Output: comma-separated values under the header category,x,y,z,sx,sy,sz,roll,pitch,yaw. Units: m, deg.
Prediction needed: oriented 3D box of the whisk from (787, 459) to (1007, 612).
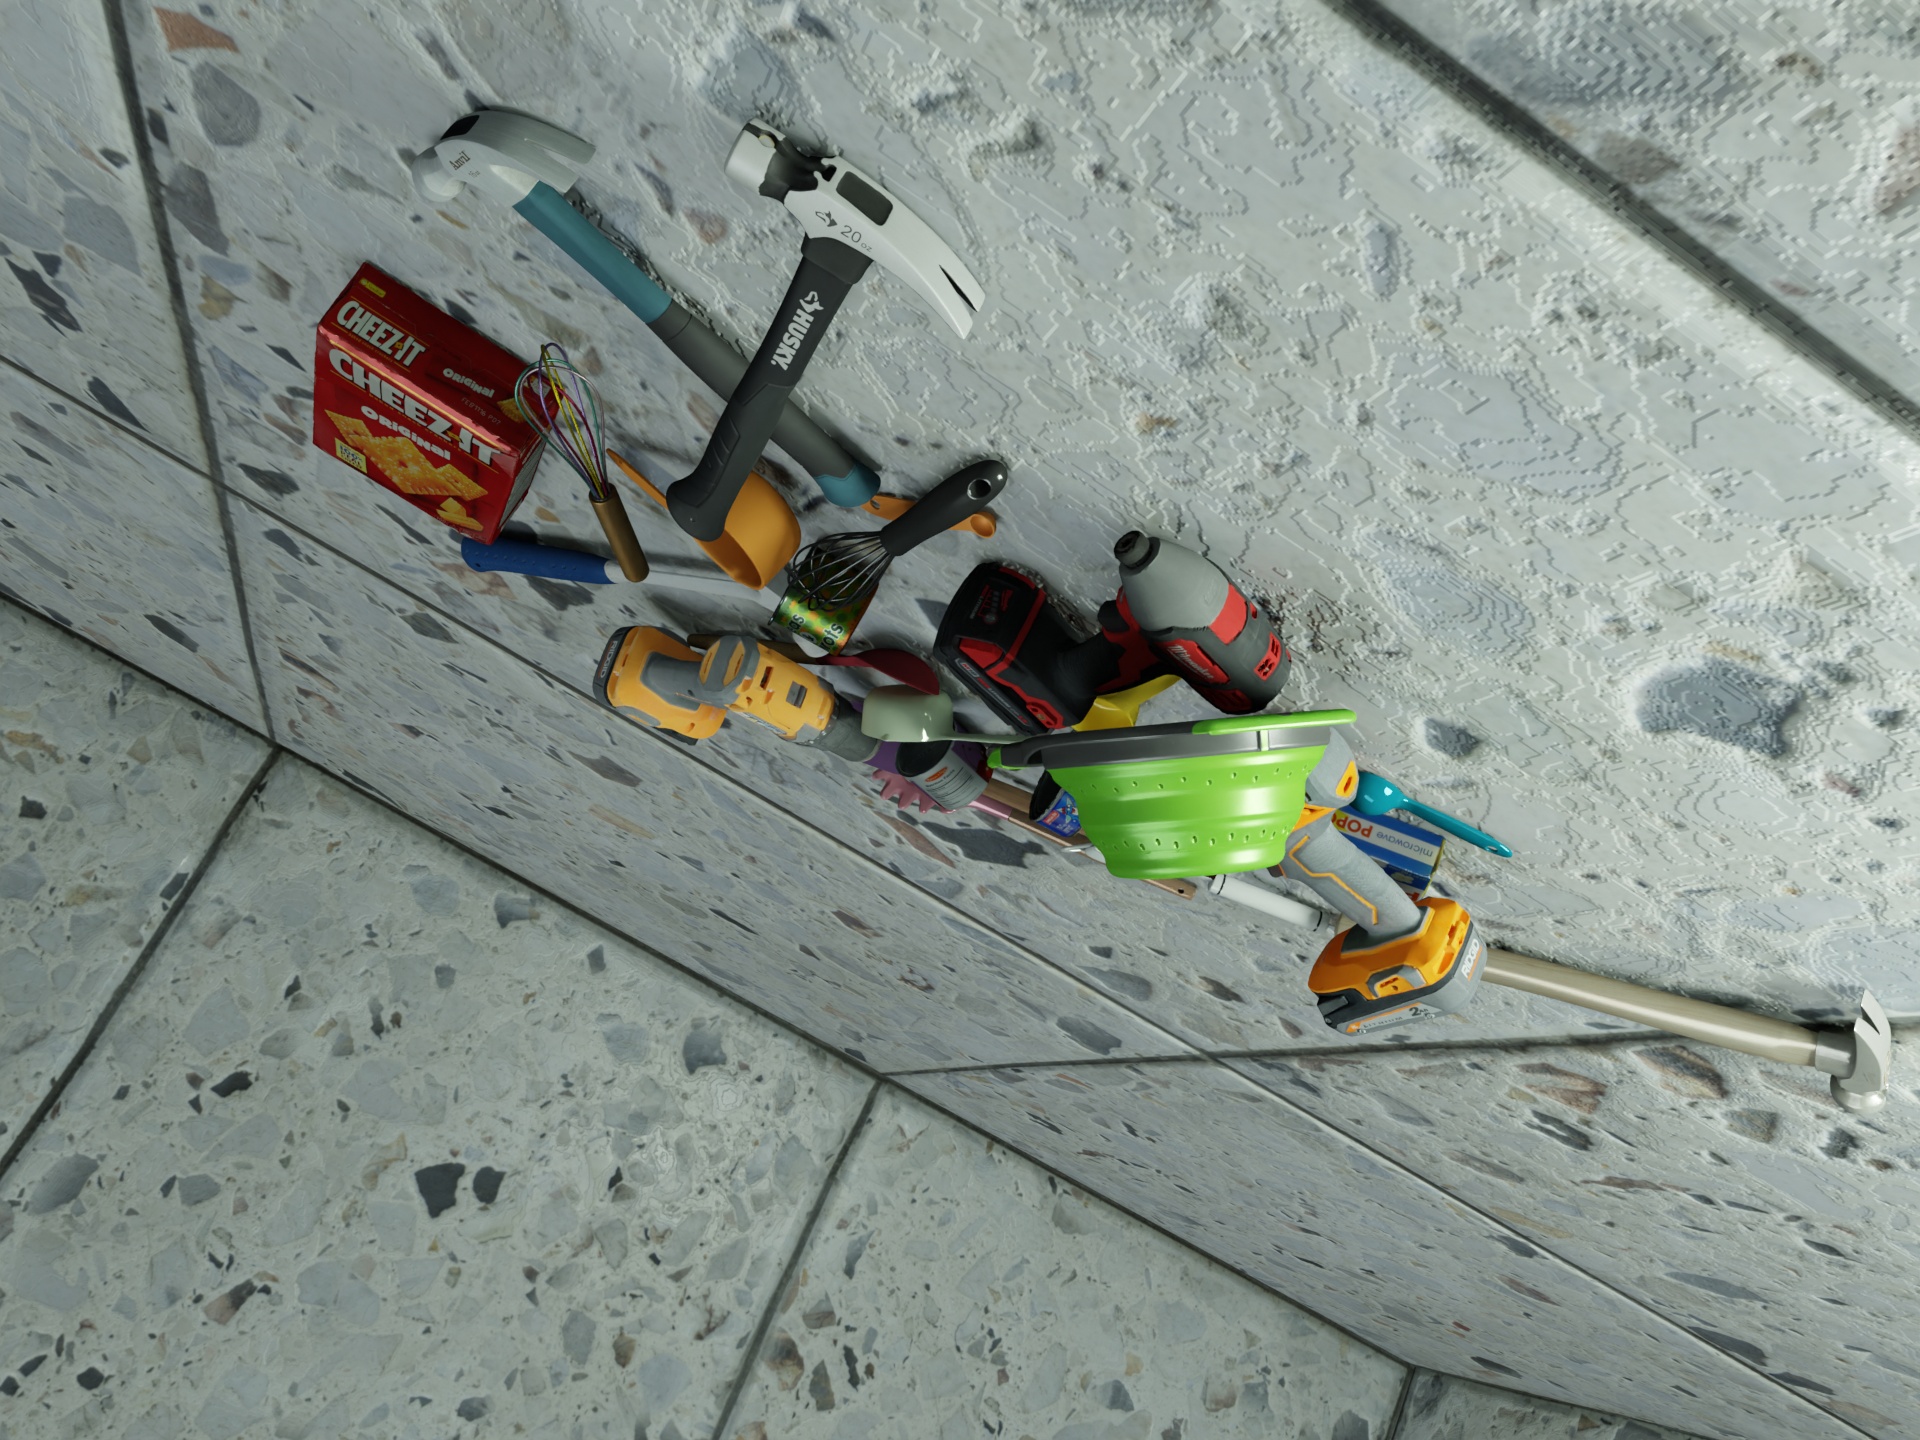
category,x,y,z,sx,sy,sz,roll,pitch,yaw
whisk,-0.045,-0.123,1.058,0.055,0.055,0.239,36,146,-22

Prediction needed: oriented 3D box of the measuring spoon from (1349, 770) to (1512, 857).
category,x,y,z,sx,sy,sz,roll,pitch,yaw
measuring spoon,0.328,0.074,1.125,0.128,0.021,0.042,26,159,6

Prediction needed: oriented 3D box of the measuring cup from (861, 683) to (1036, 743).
category,x,y,z,sx,sy,sz,roll,pitch,yaw
measuring cup,-0.002,-0.004,1.295,0.167,0.038,0.083,5,-169,23

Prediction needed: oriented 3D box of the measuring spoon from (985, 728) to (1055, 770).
category,x,y,z,sx,sy,sz,roll,pitch,yaw
measuring spoon,0.056,0.012,1.321,0.034,0.018,0.124,30,152,-8

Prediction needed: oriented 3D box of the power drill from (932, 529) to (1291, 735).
category,x,y,z,sx,sy,sz,roll,pitch,yaw
power drill,0.091,-0.058,1.030,0.220,0.079,0.143,-6,140,50

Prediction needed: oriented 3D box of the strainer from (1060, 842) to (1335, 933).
category,x,y,z,sx,sy,sz,roll,pitch,yaw
strainer,0.215,0.136,1.381,0.258,0.050,0.087,21,165,-1

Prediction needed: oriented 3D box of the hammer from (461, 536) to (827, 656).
category,x,y,z,sx,sy,sz,roll,pitch,yaw
hammer,-0.292,-0.131,1.361,0.406,0.035,0.143,11,154,36

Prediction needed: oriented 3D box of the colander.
category,x,y,z,sx,sy,sz,roll,pitch,yaw
colander,0.112,0.053,1.068,0.204,0.094,0.397,-4,178,-22

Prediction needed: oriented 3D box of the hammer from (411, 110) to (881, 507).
category,x,y,z,sx,sy,sz,roll,pitch,yaw
hammer,-0.175,-0.242,0.975,0.330,0.033,0.128,40,156,-30

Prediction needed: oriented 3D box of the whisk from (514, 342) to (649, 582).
category,x,y,z,sx,sy,sz,roll,pitch,yaw
whisk,-0.269,-0.178,1.164,0.047,0.051,0.244,37,158,26

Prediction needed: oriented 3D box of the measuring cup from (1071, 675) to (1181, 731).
category,x,y,z,sx,sy,sz,roll,pitch,yaw
measuring cup,0.128,-0.029,1.135,0.062,0.029,0.156,32,146,-14

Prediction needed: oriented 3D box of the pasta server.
category,x,y,z,sx,sy,sz,roll,pitch,yaw
pasta server,0.070,0.099,1.466,0.316,0.060,0.040,24,-161,2

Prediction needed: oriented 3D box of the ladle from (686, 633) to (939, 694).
category,x,y,z,sx,sy,sz,roll,pitch,yaw
ladle,-0.136,-0.055,1.363,0.315,0.031,0.069,9,172,43

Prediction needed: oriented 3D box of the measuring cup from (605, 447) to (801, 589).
category,x,y,z,sx,sy,sz,roll,pitch,yaw
measuring cup,-0.185,-0.166,1.150,0.174,0.052,0.095,38,163,24

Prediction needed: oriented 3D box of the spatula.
category,x,y,z,sx,sy,sz,roll,pitch,yaw
spatula,0.022,0.056,1.429,0.316,0.018,0.059,23,115,2

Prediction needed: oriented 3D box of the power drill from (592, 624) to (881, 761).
category,x,y,z,sx,sy,sz,roll,pitch,yaw
power drill,-0.192,-0.018,1.395,0.226,0.084,0.185,5,162,44

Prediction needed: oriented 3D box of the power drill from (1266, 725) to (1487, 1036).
category,x,y,z,sx,sy,sz,roll,pitch,yaw
power drill,0.250,0.116,1.135,0.164,0.084,0.226,-27,106,45

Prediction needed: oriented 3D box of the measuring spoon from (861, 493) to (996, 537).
category,x,y,z,sx,sy,sz,roll,pitch,yaw
measuring spoon,-0.023,-0.140,1.064,0.117,0.011,0.021,16,142,35

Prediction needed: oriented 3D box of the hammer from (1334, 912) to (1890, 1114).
category,x,y,z,sx,sy,sz,roll,pitch,yaw
hammer,0.483,0.204,1.228,0.411,0.038,0.146,11,152,36

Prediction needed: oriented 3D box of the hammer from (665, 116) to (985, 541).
category,x,y,z,sx,sy,sz,roll,pitch,yaw
hammer,-0.107,-0.194,0.928,0.146,0.035,0.334,29,148,-10
